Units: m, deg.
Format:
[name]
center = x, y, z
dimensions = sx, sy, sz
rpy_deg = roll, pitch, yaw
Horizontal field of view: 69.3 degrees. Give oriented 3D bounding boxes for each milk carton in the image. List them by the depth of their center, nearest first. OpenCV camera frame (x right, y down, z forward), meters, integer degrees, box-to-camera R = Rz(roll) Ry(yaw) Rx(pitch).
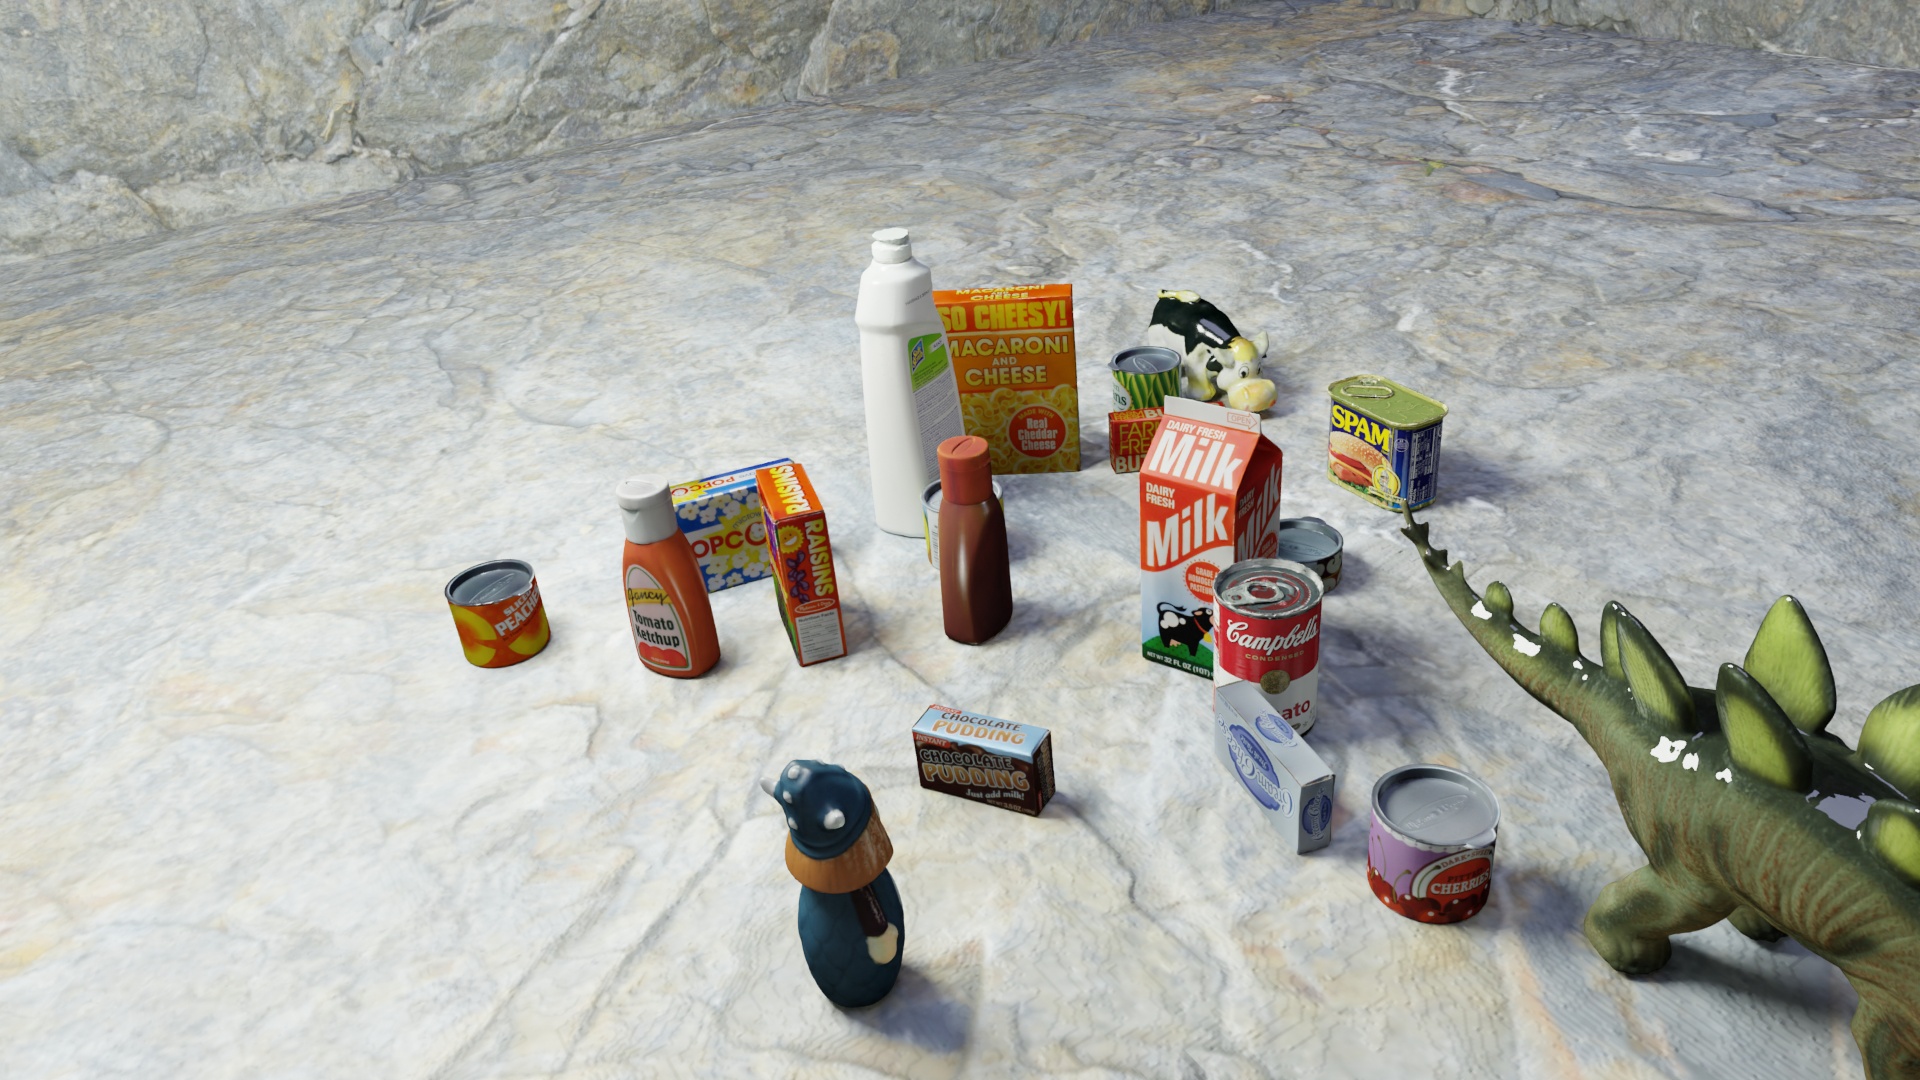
[milk carton]
center = 0.169, -0.006, 0.941
dimensions = 0.072, 0.189, 0.074
rpy_deg = 16, 35, 33

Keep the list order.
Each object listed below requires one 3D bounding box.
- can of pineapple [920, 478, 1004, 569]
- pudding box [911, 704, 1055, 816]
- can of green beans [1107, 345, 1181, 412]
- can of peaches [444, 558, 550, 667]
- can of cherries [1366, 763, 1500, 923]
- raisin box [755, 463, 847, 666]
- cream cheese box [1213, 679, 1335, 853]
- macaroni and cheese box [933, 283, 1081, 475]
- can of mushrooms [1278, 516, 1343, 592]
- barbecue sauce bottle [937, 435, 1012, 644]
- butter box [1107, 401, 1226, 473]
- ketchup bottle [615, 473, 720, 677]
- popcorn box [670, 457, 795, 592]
[can of pineapple]
center = 0.004, -0.014, 1.117
dimensions = 0.071, 0.057, 0.071
rpy_deg = -4, 29, 2
[pudding box]
center = 0.015, 0.135, 0.861
dimensions = 0.084, 0.049, 0.030
rpy_deg = 10, 33, 25
[can of green beans]
center = 0.177, -0.146, 1.322
dimensions = 0.071, 0.057, 0.071
rpy_deg = -4, 29, 2
[can of peaches]
center = -0.348, 0.056, 1.052
dimensions = 0.071, 0.057, 0.071
rpy_deg = -4, 29, 2
[can of cherries]
center = 0.258, 0.166, 0.756
dimensions = 0.071, 0.058, 0.072
rpy_deg = -4, 29, 2
[raisin box]
center = -0.118, 0.016, 1.017
dimensions = 0.040, 0.122, 0.086
rpy_deg = -12, 30, -12
[cream cheese box]
center = 0.186, 0.134, 0.831
dimensions = 0.024, 0.053, 0.104
rpy_deg = -13, 30, -14
[macaroni and cheese box]
center = 0.041, -0.140, 1.224
dimensions = 0.124, 0.165, 0.040
rpy_deg = -2, 29, 5
[can of mushrooms]
center = 0.257, 0.011, 1.055
dimensions = 0.071, 0.033, 0.071
rpy_deg = -4, 29, 2
[barbecue sauce bottle]
center = 0.008, -0.002, 1.003
dimensions = 0.044, 0.147, 0.065
rpy_deg = 11, 33, 27
[butter box]
center = 0.183, -0.091, 1.228
dimensions = 0.103, 0.053, 0.024
rpy_deg = -5, 29, 0
[ketchup bottle]
center = -0.213, 0.025, 0.991
dimensions = 0.065, 0.148, 0.044
rpy_deg = 11, 33, 27
[popcorn box]
center = -0.185, -0.009, 1.111
dimensions = 0.127, 0.084, 0.038
rpy_deg = -15, 31, -17
